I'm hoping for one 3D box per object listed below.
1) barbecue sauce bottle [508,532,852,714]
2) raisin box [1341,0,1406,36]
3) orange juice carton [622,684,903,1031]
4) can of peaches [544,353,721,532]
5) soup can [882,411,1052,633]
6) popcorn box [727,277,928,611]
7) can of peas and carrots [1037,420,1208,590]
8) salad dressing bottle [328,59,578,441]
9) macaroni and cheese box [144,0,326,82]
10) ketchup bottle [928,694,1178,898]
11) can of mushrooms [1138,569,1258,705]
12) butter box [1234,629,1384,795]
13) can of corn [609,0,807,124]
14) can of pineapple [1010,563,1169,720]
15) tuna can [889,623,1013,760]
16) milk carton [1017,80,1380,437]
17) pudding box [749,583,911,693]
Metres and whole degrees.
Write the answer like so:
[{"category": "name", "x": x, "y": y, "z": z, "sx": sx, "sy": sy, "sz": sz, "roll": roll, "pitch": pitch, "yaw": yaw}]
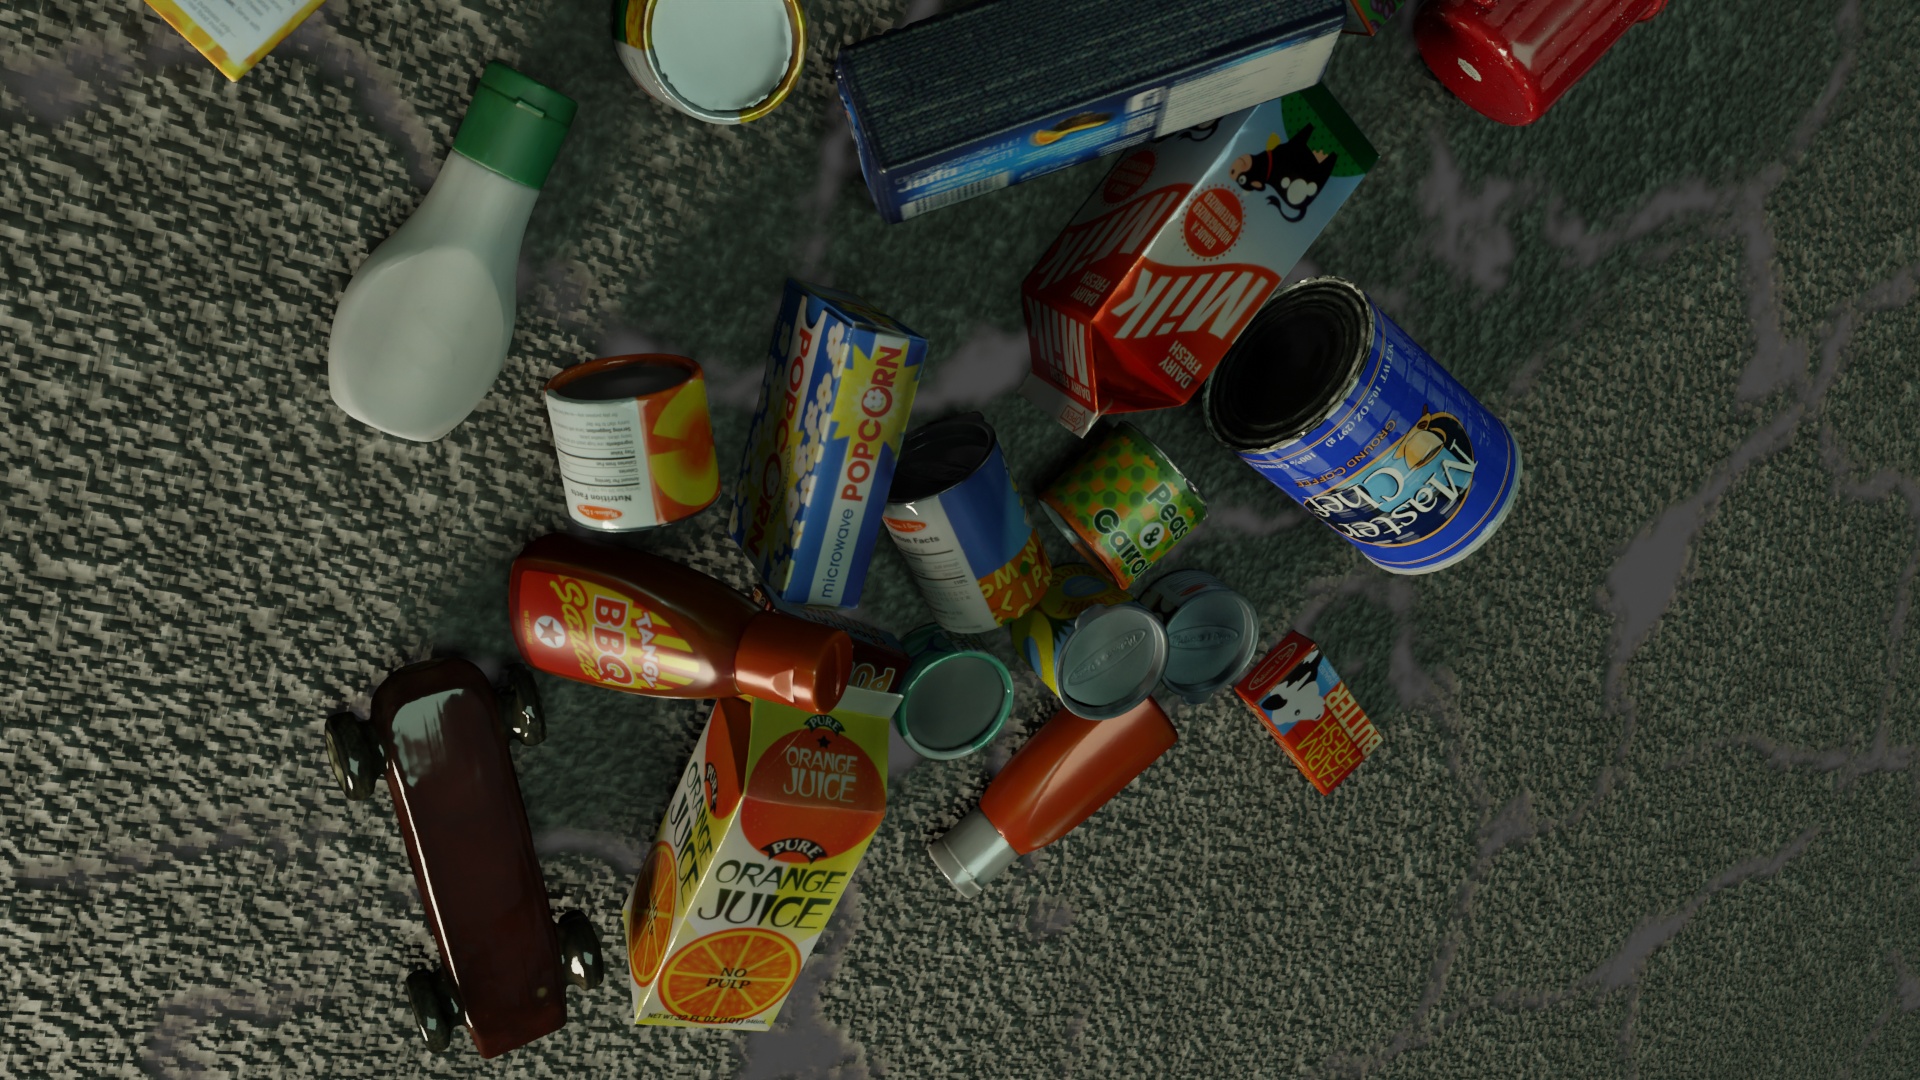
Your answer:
[{"category": "barbecue sauce bottle", "x": -0.120, "y": 0.040, "z": 0.596, "sx": 0.148, "sy": 0.044, "sz": 0.064, "roll": 12, "pitch": 118, "yaw": 19}, {"category": "raisin box", "x": 0.180, "y": -0.310, "z": 0.640, "sx": 0.086, "sy": 0.040, "sz": 0.123, "roll": -45, "pitch": 122, "yaw": 0}, {"category": "orange juice carton", "x": -0.095, "y": 0.141, "z": 0.663, "sx": 0.072, "sy": 0.073, "sz": 0.191, "roll": 14, "pitch": 118, "yaw": -27}, {"category": "can of peaches", "x": -0.138, "y": -0.044, "z": 0.593, "sx": 0.071, "sy": 0.071, "sz": 0.057, "roll": -14, "pitch": 117, "yaw": -19}, {"category": "soup can", "x": 0.002, "y": -0.008, "z": 0.673, "sx": 0.071, "sy": 0.071, "sz": 0.083, "roll": -32, "pitch": 122, "yaw": -9}, {"category": "popcorn box", "x": -0.062, "y": -0.043, "z": 0.615, "sx": 0.038, "sy": 0.085, "sz": 0.126, "roll": 7, "pitch": 108, "yaw": -28}, {"category": "can of peas and carrots", "x": 0.083, "y": -0.016, "z": 0.703, "sx": 0.059, "sy": 0.071, "sz": 0.070, "roll": -42, "pitch": 122, "yaw": -2}, {"category": "salad dressing bottle", "x": -0.197, "y": -0.113, "z": 0.547, "sx": 0.064, "sy": 0.044, "sz": 0.147, "roll": 23, "pitch": 99, "yaw": -29}, {"category": "macaroni and cheese box", "x": -0.189, "y": -0.226, "z": 0.454, "sx": 0.166, "sy": 0.124, "sz": 0.040, "roll": -44, "pitch": 124, "yaw": -2}, {"category": "ketchup bottle", "x": 0.050, "y": 0.136, "z": 0.769, "sx": 0.149, "sy": 0.044, "sz": 0.064, "roll": -41, "pitch": 132, "yaw": -4}, {"category": "can of mushrooms", "x": 0.129, "y": 0.054, "z": 0.777, "sx": 0.071, "sy": 0.033, "sz": 0.070, "roll": -10, "pitch": 115, "yaw": -22}, {"category": "butter box", "x": 0.213, "y": 0.106, "z": 0.844, "sx": 0.053, "sy": 0.024, "sz": 0.103, "roll": -43, "pitch": 122, "yaw": -3}, {"category": "can of corn", "x": -0.098, "y": -0.202, "z": 0.545, "sx": 0.071, "sy": 0.058, "sz": 0.071, "roll": -10, "pitch": 116, "yaw": -21}, {"category": "can of pineapple", "x": 0.067, "y": 0.051, "z": 0.732, "sx": 0.071, "sy": 0.058, "sz": 0.070, "roll": -10, "pitch": 115, "yaw": -21}, {"category": "tuna can", "x": -0.006, "y": 0.077, "z": 0.724, "sx": 0.071, "sy": 0.033, "sz": 0.070, "roll": -10, "pitch": 116, "yaw": -21}, {"category": "milk carton", "x": 0.100, "y": -0.135, "z": 0.658, "sx": 0.073, "sy": 0.072, "sz": 0.190, "roll": 36, "pitch": 94, "yaw": -33}, {"category": "pudding box", "x": -0.073, "y": 0.060, "z": 0.687, "sx": 0.083, "sy": 0.030, "sz": 0.049, "roll": 24, "pitch": 101, "yaw": -31}]
